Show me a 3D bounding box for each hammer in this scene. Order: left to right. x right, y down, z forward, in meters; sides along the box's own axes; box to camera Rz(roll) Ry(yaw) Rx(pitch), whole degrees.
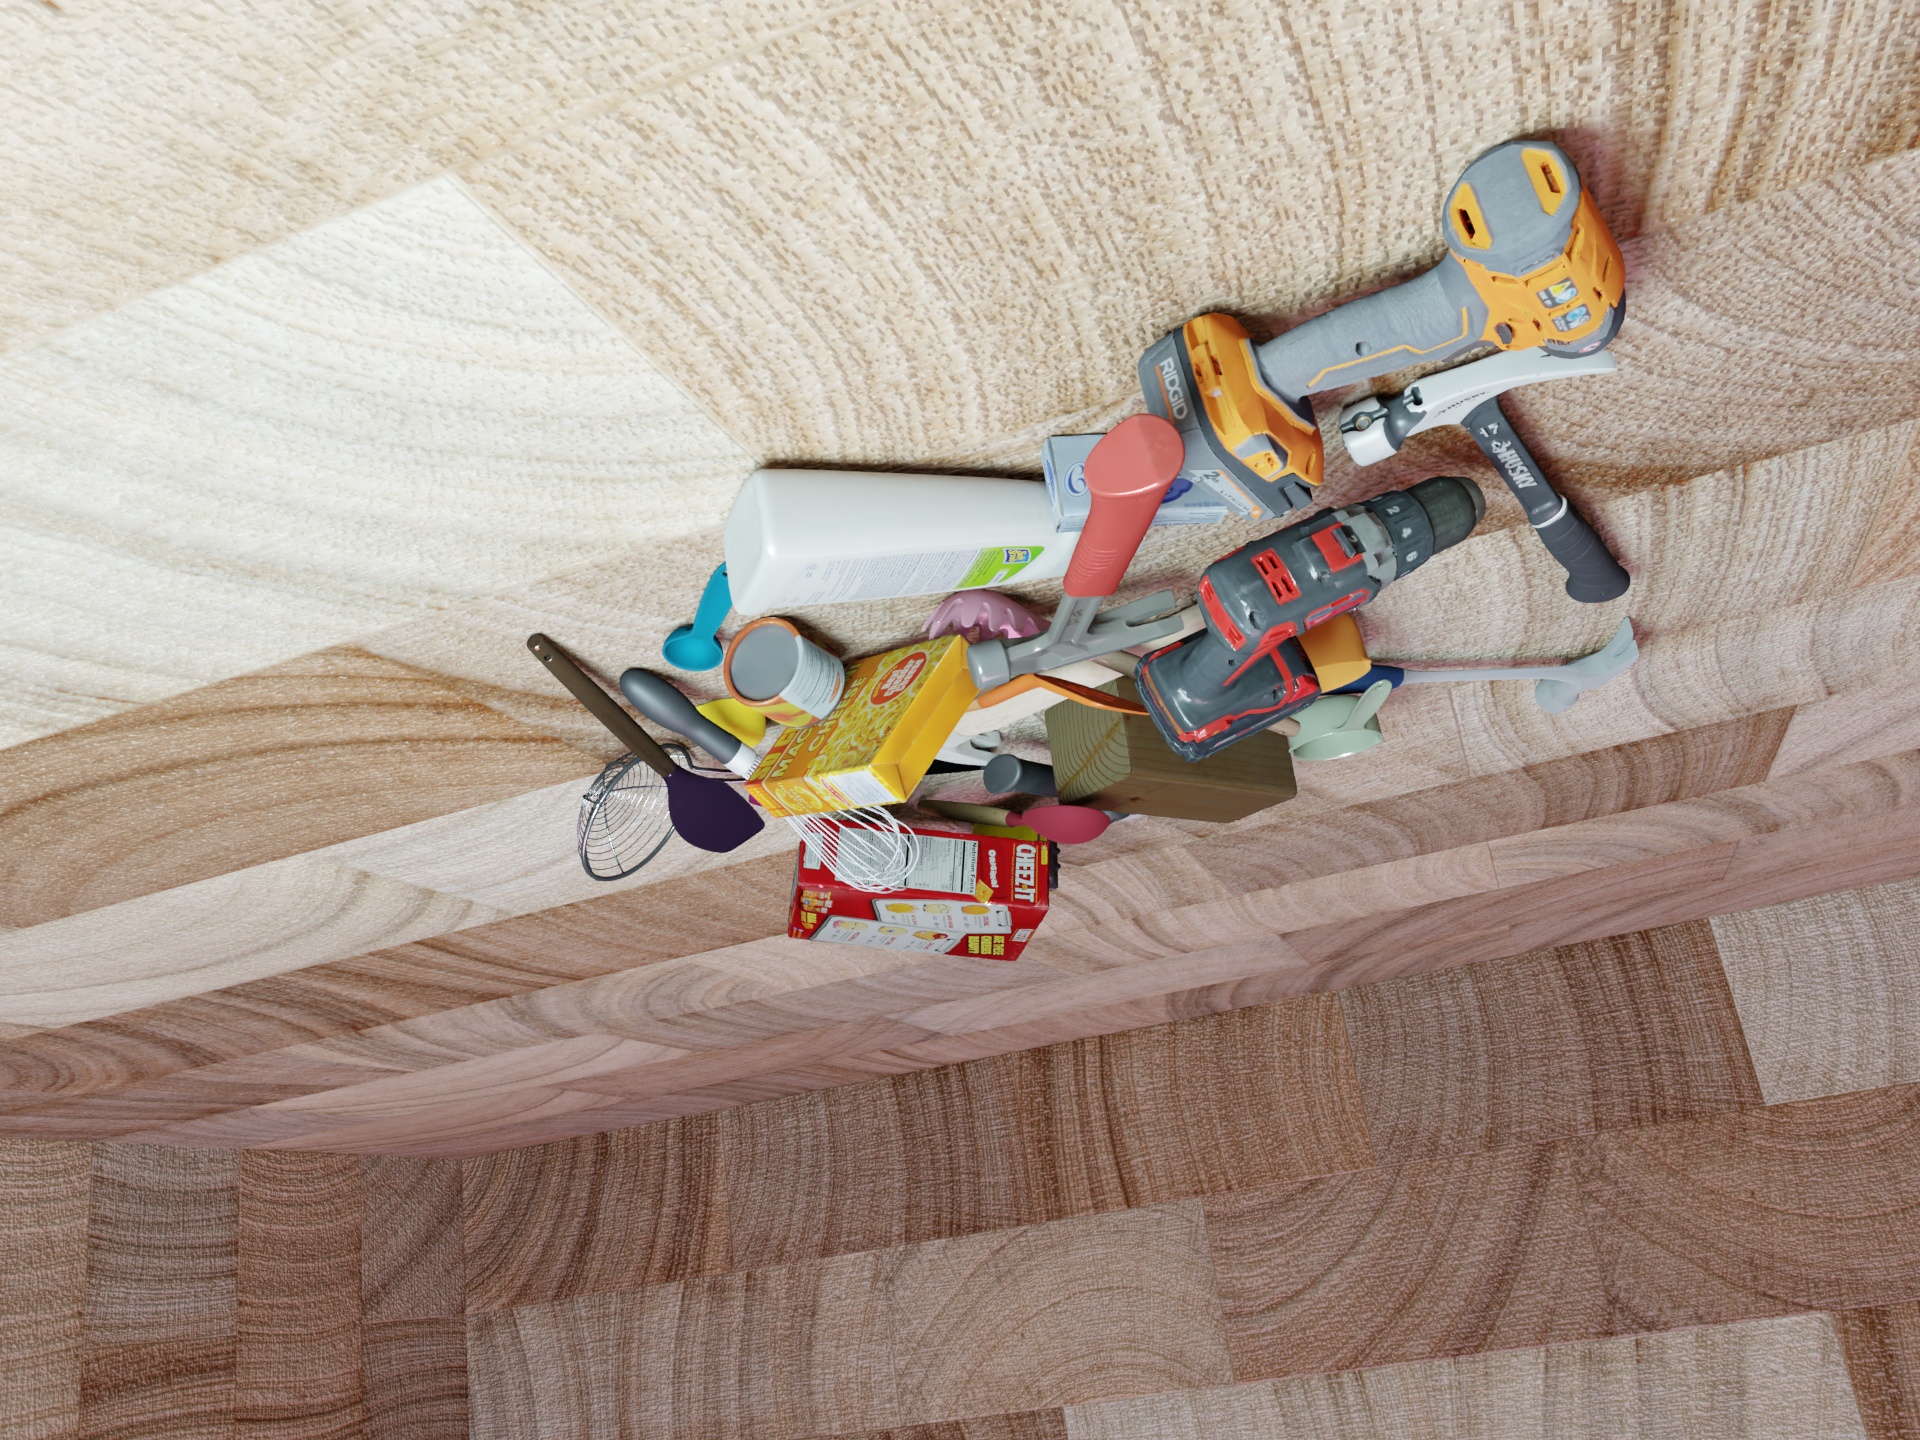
[{"bbox_3d":[0.118,0.060,1.458,0.146,0.035,0.334,-19,165,26],"label":"hammer"},{"bbox_3d":[0.087,-0.090,0.907,0.149,0.037,0.359,-17,169,-7],"label":"hammer"},{"bbox_3d":[0.130,-0.048,1.221,0.410,0.038,0.146,-24,157,35],"label":"hammer"},{"bbox_3d":[0.381,-0.040,1.344,0.405,0.035,0.144,-2,159,-17],"label":"hammer"},{"bbox_3d":[0.390,-0.149,1.055,0.149,0.036,0.408,-21,157,28],"label":"hammer"}]

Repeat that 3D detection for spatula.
[{"bbox_3d":[-0.235,0.025,1.197,0.060,0.018,0.315,-33,143,0],"label":"spatula"},{"bbox_3d":[-0.002,-0.004,1.206,0.322,0.041,0.081,-10,170,38],"label":"spatula"}]

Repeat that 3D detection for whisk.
[{"bbox_3d":[-0.143,0.046,1.207,0.284,0.070,0.070,38,137,-25],"label":"whisk"}]

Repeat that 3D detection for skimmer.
[{"bbox_3d":[-0.140,0.065,1.341,0.363,0.090,0.127,-4,131,-17],"label":"skimmer"}]

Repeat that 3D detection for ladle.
[{"bbox_3d":[0.032,0.084,1.406,0.069,0.031,0.315,17,173,-26],"label":"ladle"}]

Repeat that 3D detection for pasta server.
[{"bbox_3d":[0.118,-0.034,1.152,0.316,0.040,0.060,19,161,-23],"label":"pasta server"}]

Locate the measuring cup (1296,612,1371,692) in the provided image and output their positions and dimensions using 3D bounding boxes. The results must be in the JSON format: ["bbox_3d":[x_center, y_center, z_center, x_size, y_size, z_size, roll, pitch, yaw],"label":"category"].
[{"bbox_3d":[0.241,-0.057,1.199,0.095,0.052,0.173,-23,160,35],"label":"measuring cup"}]

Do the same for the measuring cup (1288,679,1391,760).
[{"bbox_3d":[0.314,-0.012,1.287,0.083,0.038,0.167,-6,158,-7],"label":"measuring cup"}]

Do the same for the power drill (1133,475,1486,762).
[{"bbox_3d":[0.216,-0.069,1.006,0.188,0.080,0.226,-25,165,-17],"label":"power drill"}]

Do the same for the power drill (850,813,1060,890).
[{"bbox_3d":[-0.022,0.130,1.555,0.223,0.080,0.171,2,171,-24],"label":"power drill"}]

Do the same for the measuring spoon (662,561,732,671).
[{"bbox_3d":[-0.168,-0.075,1.065,0.042,0.021,0.128,13,145,-18],"label":"measuring spoon"}]

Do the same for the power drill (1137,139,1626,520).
[{"bbox_3d":[0.225,-0.188,0.817,0.226,0.084,0.164,-25,155,29],"label":"power drill"}]

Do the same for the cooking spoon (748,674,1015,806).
[{"bbox_3d":[-0.059,0.015,1.202,0.068,0.017,0.319,13,150,-38],"label":"cooking spoon"}]

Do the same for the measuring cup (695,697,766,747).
[{"bbox_3d":[-0.149,-0.010,1.219,0.062,0.029,0.156,10,155,-41],"label":"measuring cup"}]
